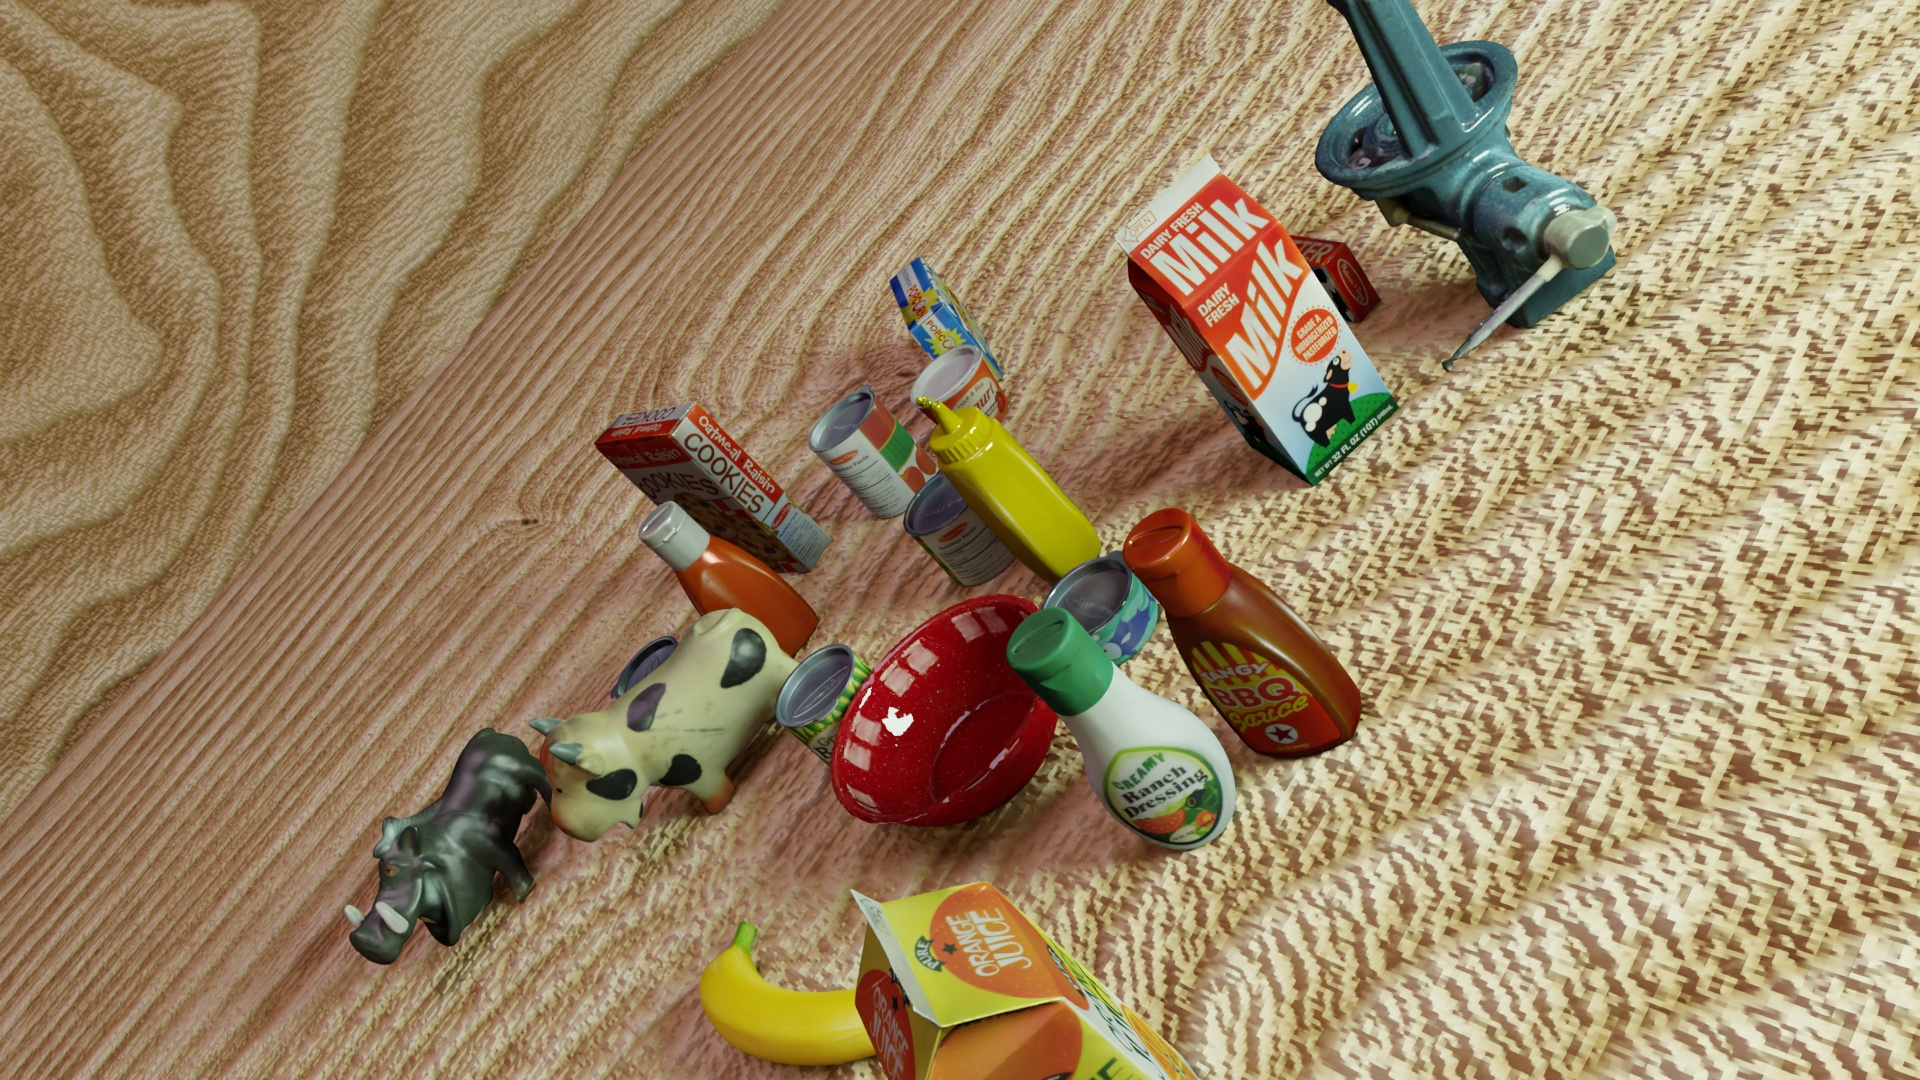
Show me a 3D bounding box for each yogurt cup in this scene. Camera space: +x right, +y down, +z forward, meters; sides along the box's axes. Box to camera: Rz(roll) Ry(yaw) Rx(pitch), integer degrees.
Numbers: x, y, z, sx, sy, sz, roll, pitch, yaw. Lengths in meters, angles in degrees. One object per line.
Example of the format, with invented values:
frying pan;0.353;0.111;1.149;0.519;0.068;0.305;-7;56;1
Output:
yogurt cup;0.001;-0.114;1.109;0.072;0.054;0.073;-29;32;21

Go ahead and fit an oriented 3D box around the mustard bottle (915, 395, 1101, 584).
mustard bottle;0.026;-0.038;0.875;0.049;0.160;0.065;-48;30;-10

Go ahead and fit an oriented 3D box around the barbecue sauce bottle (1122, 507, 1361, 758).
barbecue sauce bottle;0.130;0.045;0.658;0.064;0.148;0.044;-16;39;38

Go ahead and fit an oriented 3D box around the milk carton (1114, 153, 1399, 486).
milk carton;0.165;-0.127;0.799;0.072;0.190;0.073;-42;30;0

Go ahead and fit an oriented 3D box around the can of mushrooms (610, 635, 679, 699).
can of mushrooms;-0.245;0.114;1.121;0.071;0.033;0.071;-29;32;21

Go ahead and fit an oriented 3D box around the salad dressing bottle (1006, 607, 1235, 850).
salad dressing bottle;0.077;0.090;0.662;0.064;0.147;0.044;-32;31;17

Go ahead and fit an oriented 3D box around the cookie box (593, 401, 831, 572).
cookie box;-0.203;-0.039;1.135;0.123;0.167;0.040;-2;48;48

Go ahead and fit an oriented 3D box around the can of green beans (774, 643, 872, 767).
can of green beans;-0.078;0.111;0.906;0.071;0.057;0.071;-29;32;21

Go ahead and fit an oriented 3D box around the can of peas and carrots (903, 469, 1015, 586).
can of peas and carrots;0.003;-0.012;0.969;0.071;0.058;0.071;-29;32;21

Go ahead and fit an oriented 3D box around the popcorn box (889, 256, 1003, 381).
popcorn box;-0.014;-0.182;1.182;0.038;0.085;0.127;-36;30;10

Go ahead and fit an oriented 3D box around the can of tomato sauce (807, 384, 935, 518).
can of tomato sauce;-0.069;-0.069;1.103;0.071;0.083;0.071;-30;32;21

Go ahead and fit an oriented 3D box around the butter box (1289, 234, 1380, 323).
butter box;0.228;-0.178;0.928;0.024;0.053;0.103;-46;30;-6

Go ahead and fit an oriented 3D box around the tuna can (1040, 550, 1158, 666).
tuna can;0.084;0.043;0.831;0.071;0.032;0.071;-29;32;21

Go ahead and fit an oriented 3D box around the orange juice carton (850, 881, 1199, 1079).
orange juice carton;0.028;0.202;0.530;0.073;0.192;0.072;-43;30;-1

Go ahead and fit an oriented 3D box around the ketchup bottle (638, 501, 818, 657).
ketchup bottle;-0.174;0.032;1.028;0.065;0.148;0.043;-44;30;-4
